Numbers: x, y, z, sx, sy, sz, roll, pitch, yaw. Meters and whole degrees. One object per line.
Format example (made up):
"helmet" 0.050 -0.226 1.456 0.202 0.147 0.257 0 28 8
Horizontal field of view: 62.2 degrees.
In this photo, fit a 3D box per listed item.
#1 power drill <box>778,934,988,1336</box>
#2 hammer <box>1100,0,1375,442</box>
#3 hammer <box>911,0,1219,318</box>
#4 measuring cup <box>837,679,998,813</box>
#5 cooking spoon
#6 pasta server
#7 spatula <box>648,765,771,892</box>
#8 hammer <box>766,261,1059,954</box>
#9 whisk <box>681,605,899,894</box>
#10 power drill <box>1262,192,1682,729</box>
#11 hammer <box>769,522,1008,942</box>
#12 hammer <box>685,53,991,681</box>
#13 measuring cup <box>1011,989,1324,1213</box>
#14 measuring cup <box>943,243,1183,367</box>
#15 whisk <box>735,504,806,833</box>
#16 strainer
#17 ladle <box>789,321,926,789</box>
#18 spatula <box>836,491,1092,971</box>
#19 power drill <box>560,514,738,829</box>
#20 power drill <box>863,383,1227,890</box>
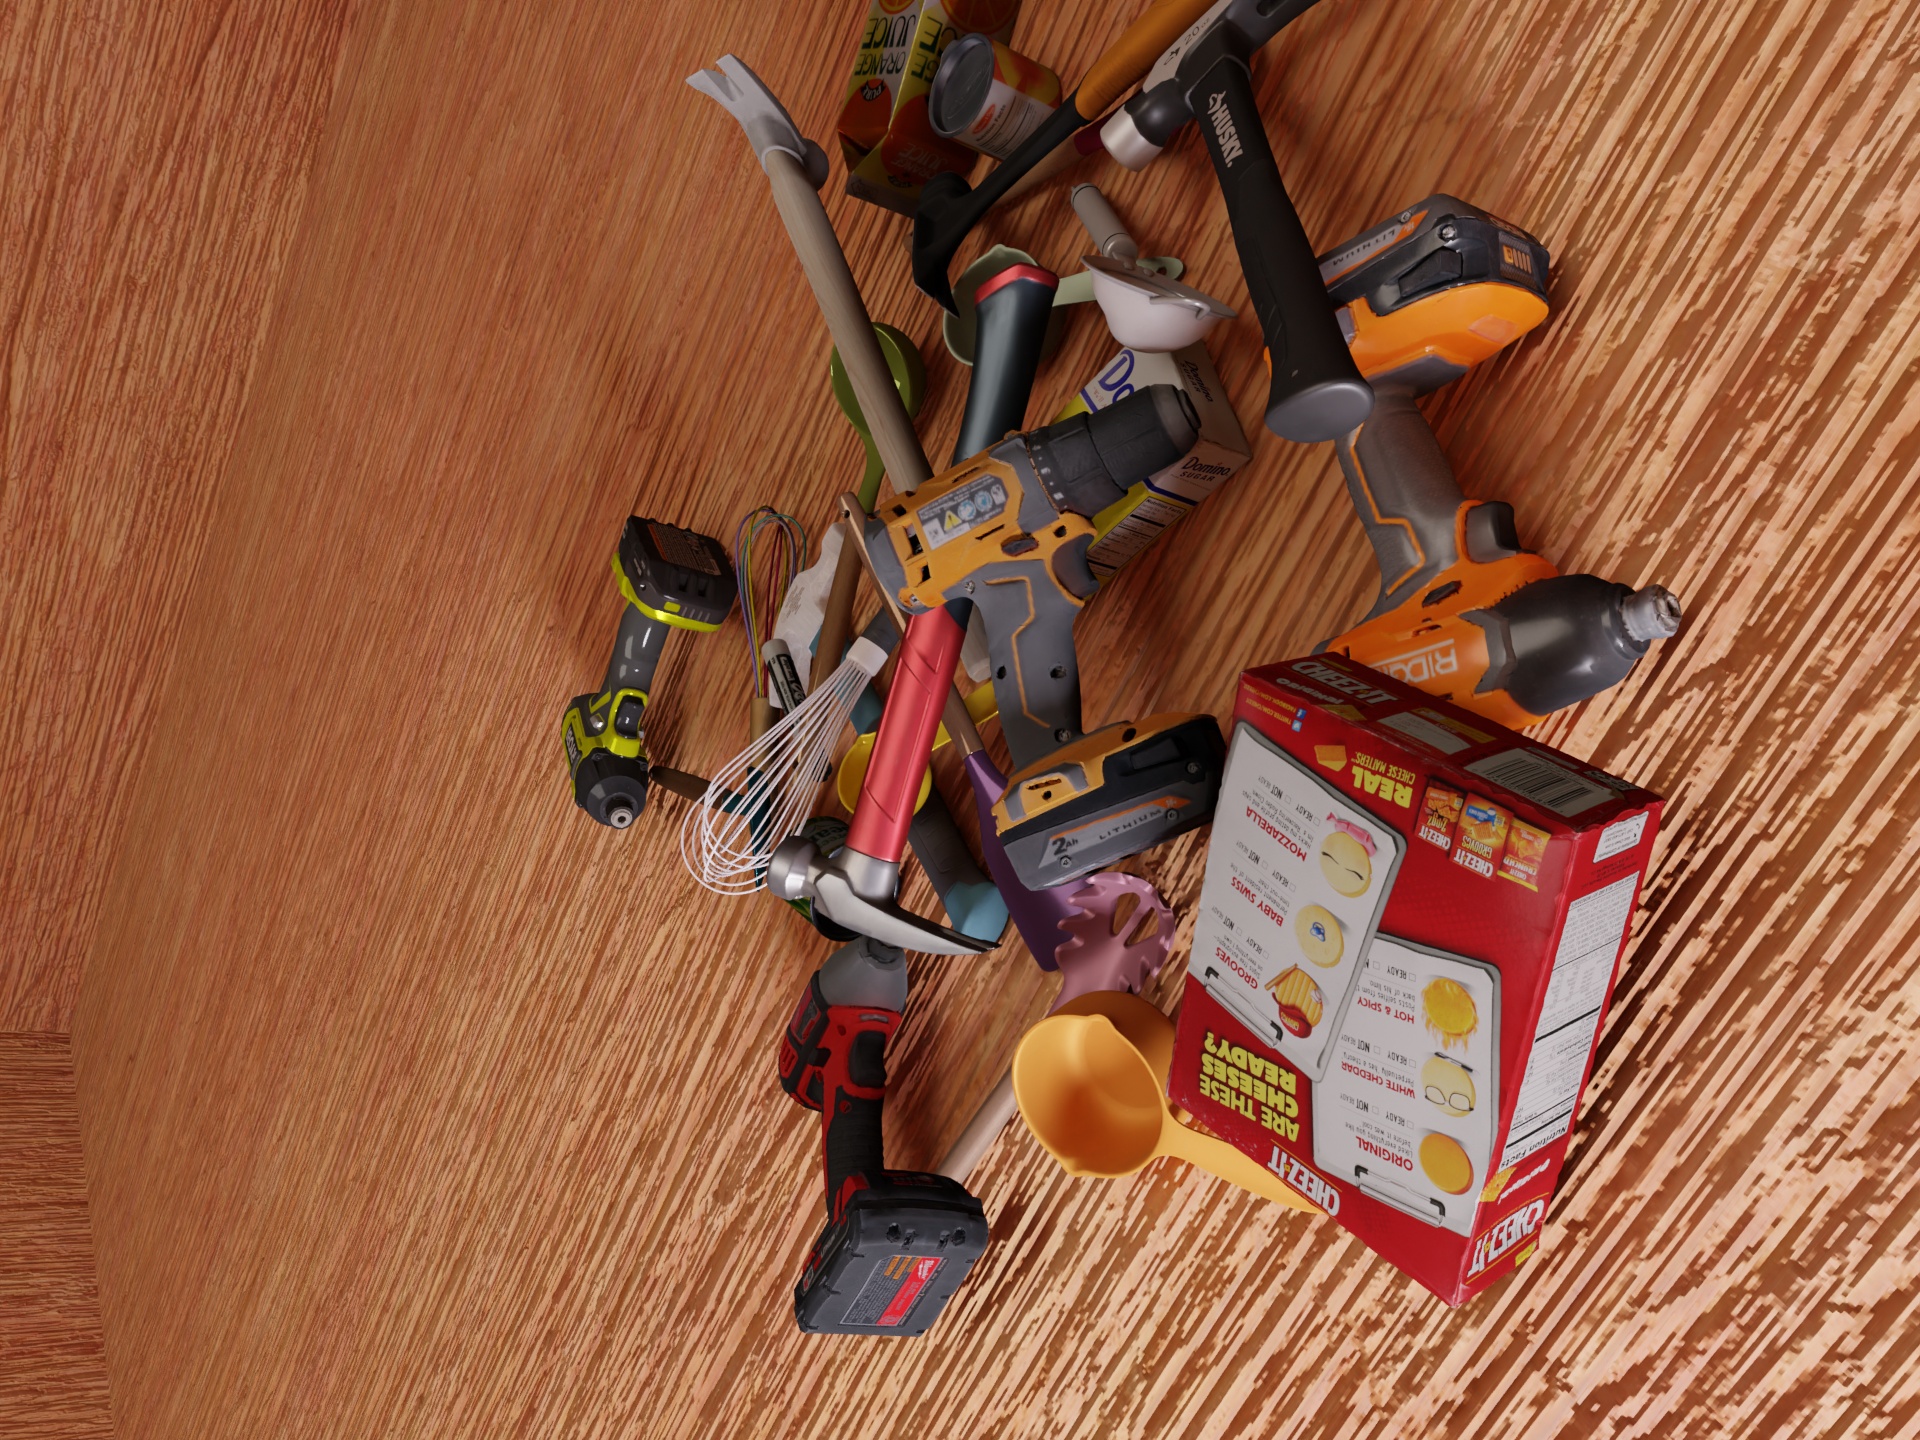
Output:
"power drill" -0.054 0.234 0.938 0.220 0.078 0.143 -106 35 -47
"hammer" 0.142 -0.244 0.738 0.146 0.035 0.335 -39 36 32
"hammer" 0.092 -0.370 0.906 0.337 0.034 0.127 -36 36 33
"measuring cup" -0.004 0.010 0.966 0.156 0.029 0.062 -33 55 10
"cooking spoon" 0.059 -0.348 0.988 0.319 0.017 0.069 -9 55 53
"pasta server" 0.031 0.201 0.895 0.060 0.040 0.316 40 119 17
"spatula" -0.187 0.057 1.166 0.318 0.044 0.082 10 106 62
"hammer" 0.003 -0.062 0.899 0.143 0.038 0.386 18 96 22
"whisk" -0.076 -0.014 0.999 0.070 0.070 0.284 21 73 52
"power drill" 0.218 -0.105 0.694 0.164 0.084 0.227 -19 72 48
"hammer" -0.049 0.015 1.042 0.128 0.033 0.331 -56 44 27
"hammer" -0.059 -0.215 0.979 0.038 0.146 0.411 -26 76 14
"measuring cup" 0.112 0.194 0.793 0.174 0.052 0.095 19 113 27
"measuring cup" 0.066 -0.251 0.960 0.168 0.038 0.083 -2 77 35
"whisk" -0.140 -0.037 1.170 0.047 0.051 0.245 124 146 -84
"strainer" 0.090 -0.253 0.875 0.259 0.086 0.050 -102 31 -55
"ladle" -0.081 -0.113 1.052 0.078 0.062 0.320 -2 71 46
"spatula" -0.001 -0.003 0.935 0.059 0.018 0.316 -37 71 30
"power drill" -0.255 -0.034 1.264 0.223 0.080 0.171 -67 28 19
"power drill" 0.068 -0.048 0.816 0.185 0.084 0.226 -26 78 18
